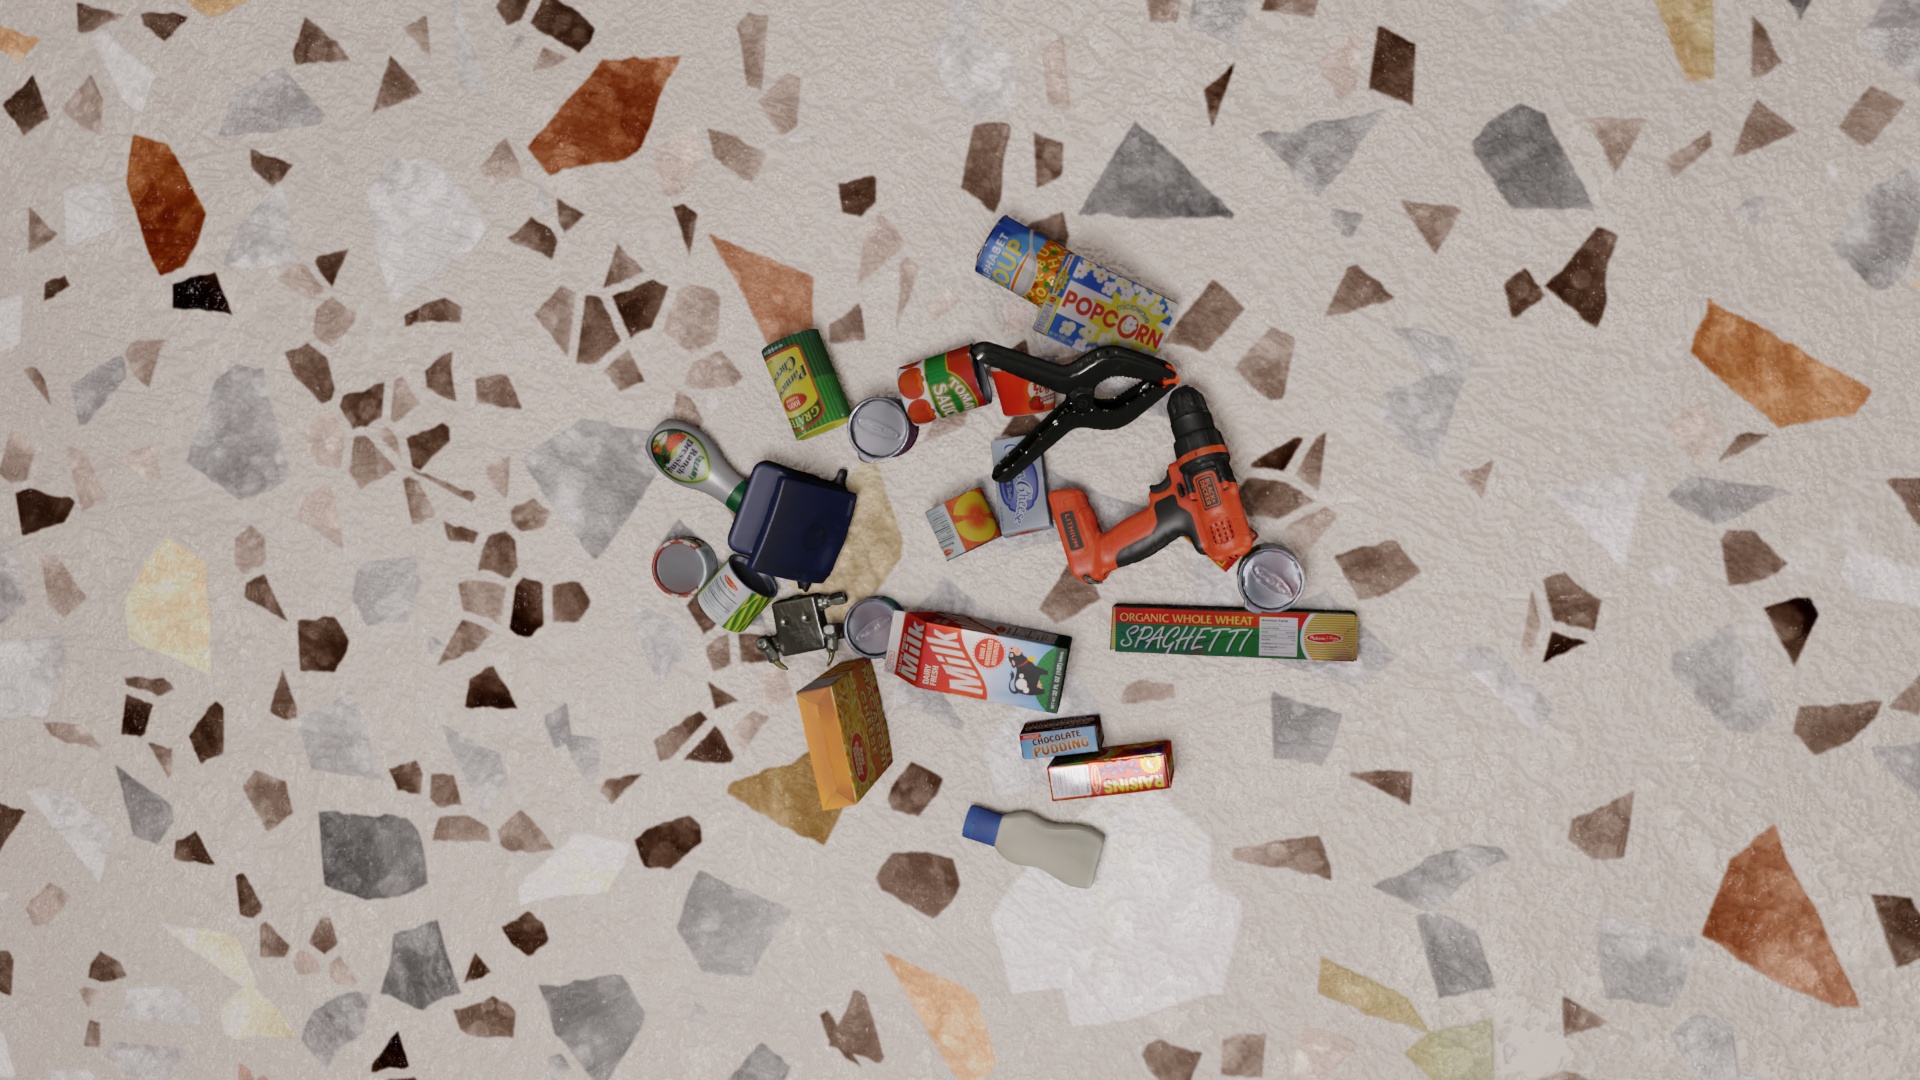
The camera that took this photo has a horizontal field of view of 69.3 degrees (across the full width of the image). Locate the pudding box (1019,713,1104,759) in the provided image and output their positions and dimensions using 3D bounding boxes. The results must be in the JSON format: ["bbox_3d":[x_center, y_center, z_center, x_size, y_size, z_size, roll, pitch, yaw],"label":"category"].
[{"bbox_3d":[0.108,0.207,1.469,0.084,0.050,0.030,-8,95,12],"label":"pudding box"}]

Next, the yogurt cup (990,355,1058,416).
[{"bbox_3d":[0.068,-0.159,1.439,0.072,0.072,0.053,-7,102,11],"label":"yogurt cup"}]

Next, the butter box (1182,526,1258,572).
[{"bbox_3d":[0.252,-0.019,1.435,0.103,0.024,0.053,40,101,6],"label":"butter box"}]

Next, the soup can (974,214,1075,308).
[{"bbox_3d":[0.066,-0.284,1.424,0.084,0.071,0.071,31,100,6],"label":"soup can"}]

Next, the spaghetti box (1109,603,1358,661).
[{"bbox_3d":[0.281,0.094,1.437,0.250,0.029,0.050,2,95,10],"label":"spaghetti box"}]

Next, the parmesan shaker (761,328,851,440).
[{"bbox_3d":[-0.165,-0.165,1.481,0.071,0.071,0.103,-23,90,12],"label":"parmesan shaker"}]

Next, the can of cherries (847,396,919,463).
[{"bbox_3d":[-0.083,-0.117,1.473,0.071,0.058,0.071,1,96,10],"label":"can of cherries"}]

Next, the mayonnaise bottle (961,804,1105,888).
[{"bbox_3d":[0.077,0.322,1.490,0.148,0.041,0.064,16,96,10],"label":"mayonnaise bottle"}]

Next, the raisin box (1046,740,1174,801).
[{"bbox_3d":[0.158,0.238,1.443,0.123,0.086,0.040,-8,89,11],"label":"raisin box"}]

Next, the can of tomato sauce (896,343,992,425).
[{"bbox_3d":[-0.017,-0.161,1.451,0.083,0.071,0.071,-16,92,12],"label":"can of tomato sauce"}]

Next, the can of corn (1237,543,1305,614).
[{"bbox_3d":[0.313,0.039,1.411,0.071,0.058,0.071,1,95,10],"label":"can of corn"}]

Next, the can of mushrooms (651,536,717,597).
[{"bbox_3d":[-0.308,0.030,1.540,0.071,0.033,0.071,1,96,10],"label":"can of mushrooms"}]

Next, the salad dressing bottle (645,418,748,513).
[{"bbox_3d":[-0.274,-0.074,1.519,0.148,0.044,0.064,36,99,5],"label":"salad dressing bottle"}]

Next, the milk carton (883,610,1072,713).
[{"bbox_3d":[0.017,0.124,1.463,0.191,0.073,0.072,11,98,7],"label":"milk carton"}]

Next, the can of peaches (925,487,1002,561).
[{"bbox_3d":[0.005,-0.018,1.462,0.071,0.071,0.058,-26,90,12],"label":"can of peaches"}]

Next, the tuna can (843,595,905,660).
[{"bbox_3d":[-0.090,0.095,1.505,0.071,0.033,0.071,1,95,11],"label":"tuna can"}]

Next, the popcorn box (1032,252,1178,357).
[{"bbox_3d":[0.146,-0.226,1.399,0.127,0.038,0.085,20,100,-26],"label":"popcorn box"}]

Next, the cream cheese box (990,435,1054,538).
[{"bbox_3d":[0.064,-0.057,1.451,0.053,0.024,0.104,-10,72,11],"label":"cream cheese box"}]

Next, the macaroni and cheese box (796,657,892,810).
[{"bbox_3d":[-0.117,0.197,1.450,0.040,0.167,0.123,-12,93,11],"label":"macaroni and cheese box"}]

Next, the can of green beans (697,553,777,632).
[{"bbox_3d":[-0.242,0.058,1.511,0.071,0.071,0.057,44,107,4],"label":"can of green beans"}]
